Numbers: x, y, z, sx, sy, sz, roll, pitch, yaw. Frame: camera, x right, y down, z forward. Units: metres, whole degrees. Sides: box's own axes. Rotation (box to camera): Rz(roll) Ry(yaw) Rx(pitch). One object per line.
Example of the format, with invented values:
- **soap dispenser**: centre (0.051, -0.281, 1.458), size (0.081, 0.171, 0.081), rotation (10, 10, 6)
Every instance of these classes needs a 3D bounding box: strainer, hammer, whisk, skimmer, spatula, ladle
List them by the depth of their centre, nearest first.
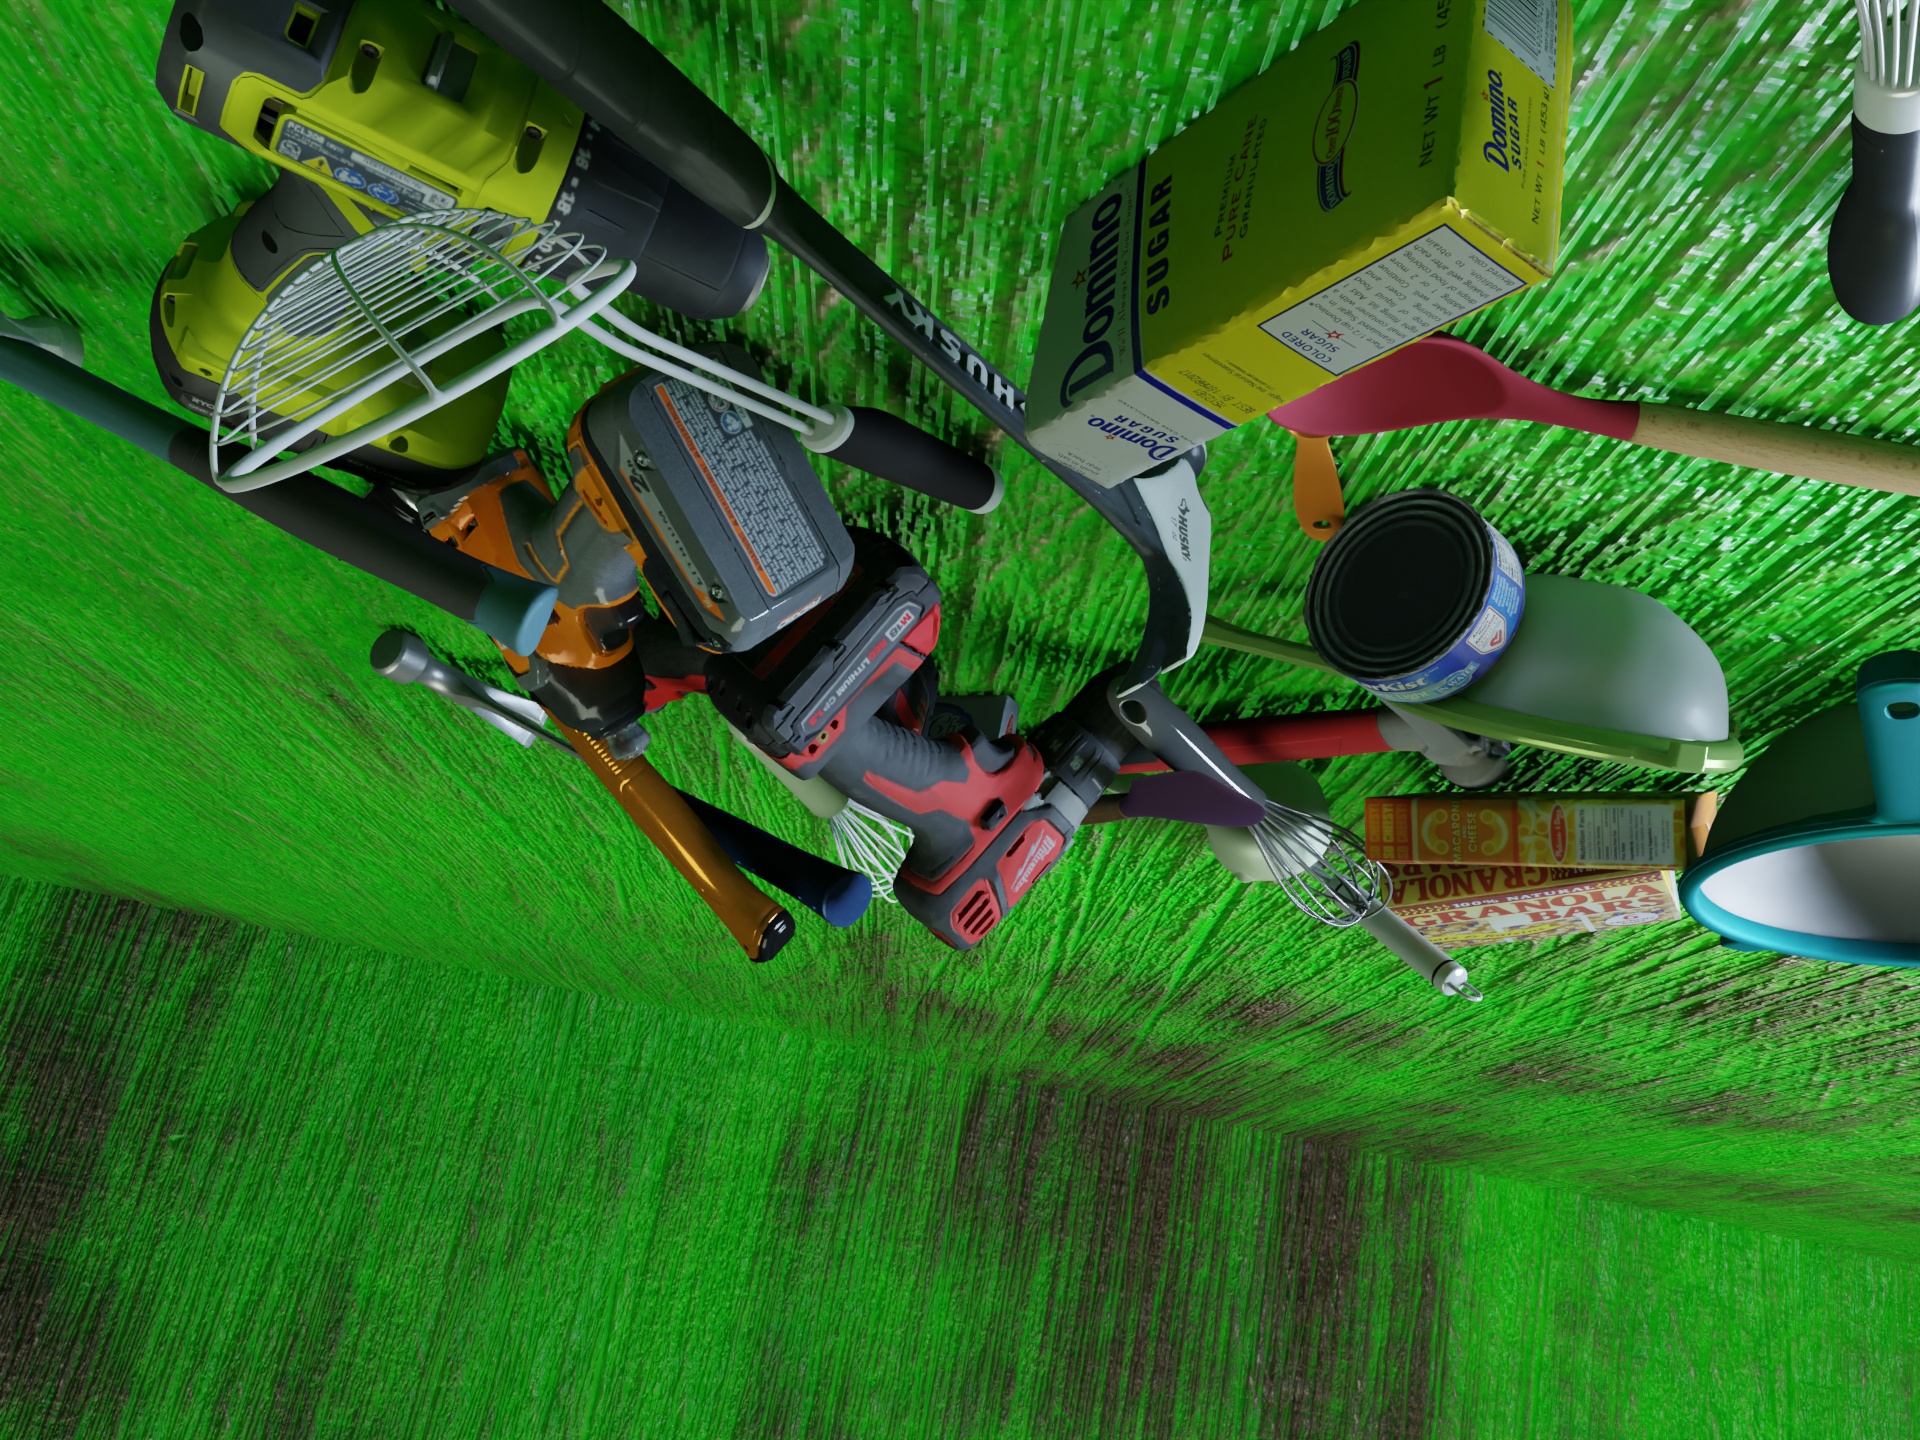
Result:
- **whisk**: centre (0.220, -0.170, 0.367), size (0.070, 0.070, 0.284), rotation (1, 163, 27)
- **hammer**: centre (-0.053, -0.150, 0.494), size (0.036, 0.149, 0.408), rotation (-32, 130, 33)
- **skimmer**: centre (-0.081, -0.089, 0.555), size (0.127, 0.090, 0.363), rotation (-13, 169, 30)
- **ladle**: centre (0.265, -0.102, 0.566), size (0.315, 0.031, 0.069), rotation (10, 163, 0)
- **hammer**: centre (-0.309, -0.108, 0.666), size (0.331, 0.033, 0.128), rotation (26, -172, 11)
- **strainer**: centre (0.427, 0.020, 0.714), size (0.211, 0.095, 0.340), rotation (-5, 153, 31)
- **strainer**: centre (0.221, -0.040, 0.717), size (0.256, 0.069, 0.151), rotation (17, -168, 29)
- **hammer**: centre (-0.212, 0.006, 0.884), size (0.336, 0.034, 0.127), rotation (51, 148, -13)
- **whisk**: centre (0.162, 0.046, 0.885), size (0.238, 0.055, 0.055), rotation (39, 149, -29)
- **whisk**: centre (-0.072, 0.048, 0.921), size (0.058, 0.059, 0.246), rotation (-25, 146, 8)
- **spatula**: centre (0.092, 0.052, 0.939), size (0.059, 0.018, 0.316), rotation (29, 167, -14)
- **hammer**: centre (0.113, 0.011, 0.949), size (0.386, 0.038, 0.143), rotation (-7, 152, 42)
- **strainer**: centre (0.234, 0.100, 0.992), size (0.086, 0.050, 0.259), rotation (10, -160, -33)
- **hammer**: centre (-0.214, 0.038, 1.026), size (0.406, 0.035, 0.144), rotation (24, 172, 34)

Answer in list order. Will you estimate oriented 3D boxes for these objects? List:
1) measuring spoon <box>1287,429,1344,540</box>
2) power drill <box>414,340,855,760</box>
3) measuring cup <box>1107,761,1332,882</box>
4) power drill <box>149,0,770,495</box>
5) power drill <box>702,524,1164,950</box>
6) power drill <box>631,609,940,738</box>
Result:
- **measuring spoon**: centre (0.148, -0.102, 0.660), size (0.021, 0.011, 0.116), rotation (5, 163, 17)
- **power drill**: centre (-0.150, -0.066, 0.727), size (0.226, 0.084, 0.164), rotation (-14, 109, 49)
- **measuring cup**: centre (0.151, 0.046, 1.001), size (0.168, 0.083, 0.038), rotation (18, 148, 30)
- **power drill**: centre (-0.193, -0.165, 0.580), size (0.190, 0.080, 0.228), rotation (21, 156, -27)
- **power drill**: centre (-0.001, -0.003, 0.829), size (0.226, 0.188, 0.080), rotation (47, 173, -38)
- **power drill**: centre (-0.131, -0.025, 0.937), size (0.220, 0.079, 0.143), rotation (10, 161, 13)
